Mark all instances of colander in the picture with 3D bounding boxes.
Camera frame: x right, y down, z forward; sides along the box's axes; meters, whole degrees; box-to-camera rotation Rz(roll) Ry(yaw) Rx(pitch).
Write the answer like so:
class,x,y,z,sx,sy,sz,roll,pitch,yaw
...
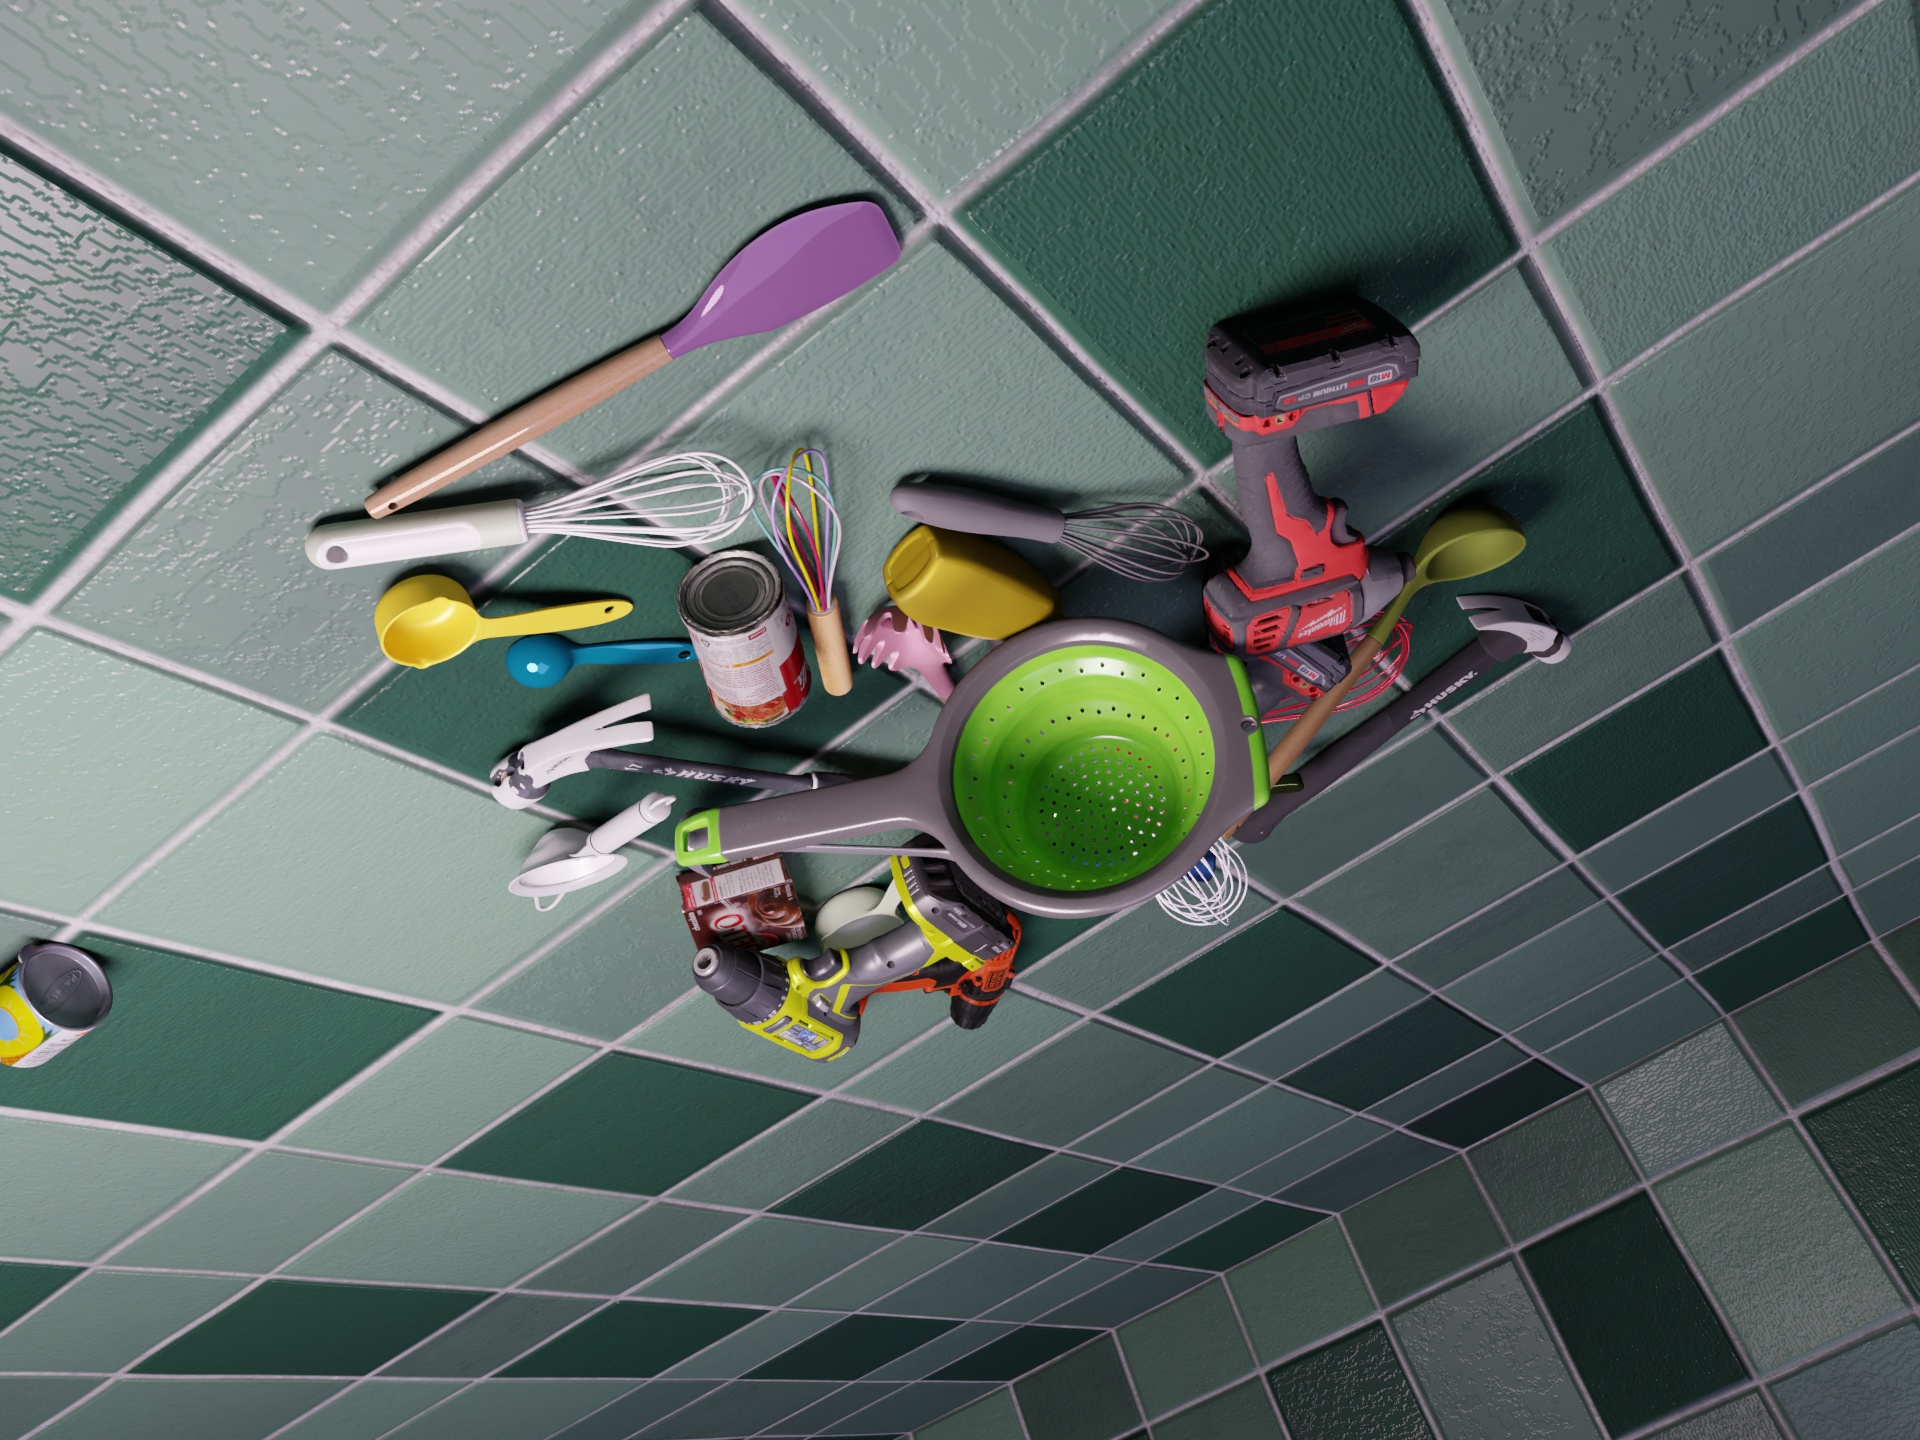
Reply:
class,x,y,z,sx,sy,sz,roll,pitch,yaw
colander,0.008,0.058,1.067,0.397,0.205,0.094,-12,155,10

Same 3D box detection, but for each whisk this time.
class,x,y,z,sx,sy,sz,roll,pitch,yaw
whisk,0.062,-0.126,1.030,0.238,0.055,0.055,6,138,-29
whisk,-0.235,-0.111,0.883,0.246,0.059,0.057,-9,133,-10
whisk,0.232,-0.006,1.289,0.296,0.073,0.073,-29,146,23
whisk,-0.093,-0.083,1.007,0.051,0.047,0.244,-18,150,-8
whisk,0.109,0.037,1.145,0.070,0.070,0.284,-35,100,20

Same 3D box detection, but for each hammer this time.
class,x,y,z,sx,sy,sz,roll,pitch,yaw
hammer,-0.010,0.099,1.192,0.405,0.035,0.144,3,168,-11
hammer,0.367,0.007,1.400,0.334,0.035,0.146,-41,143,27
hammer,-0.120,0.043,1.154,0.408,0.036,0.149,10,154,-43

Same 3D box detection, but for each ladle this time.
class,x,y,z,sx,sy,sz,roll,pitch,yaw
ladle,0.303,-0.032,1.187,0.320,0.062,0.078,-51,153,-1

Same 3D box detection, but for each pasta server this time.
class,x,y,z,sx,sy,sz,roll,pitch,yaw
pasta server,-0.002,-0.004,1.175,0.060,0.040,0.315,-6,152,17

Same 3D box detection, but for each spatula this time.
class,x,y,z,sx,sy,sz,roll,pitch,yaw
spatula,-0.177,-0.186,0.834,0.316,0.018,0.059,-27,145,6

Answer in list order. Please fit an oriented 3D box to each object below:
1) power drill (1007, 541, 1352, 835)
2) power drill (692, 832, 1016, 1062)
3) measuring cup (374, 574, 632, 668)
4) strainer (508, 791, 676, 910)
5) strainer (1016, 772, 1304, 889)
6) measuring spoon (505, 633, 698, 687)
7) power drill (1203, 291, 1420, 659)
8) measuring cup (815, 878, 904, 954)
class,x,y,z,sx,sy,sz,roll,pitch,yaw
power drill,0.153,-0.023,1.175,0.187,0.080,0.226,30,124,-20
power drill,-0.089,0.188,1.299,0.228,0.080,0.190,-32,141,13
measuring cup,-0.272,-0.067,0.953,0.156,0.029,0.062,-11,147,-37
strainer,-0.250,0.083,1.100,0.086,0.050,0.258,-6,167,-35
strainer,0.176,0.103,1.364,0.256,0.069,0.151,-13,157,-1
measuring spoon,-0.224,-0.036,1.016,0.128,0.021,0.042,-4,143,-23
power drill,0.224,-0.146,1.005,0.143,0.079,0.219,-16,128,-9
measuring cup,-0.068,0.144,1.352,0.083,0.038,0.167,7,132,-35
